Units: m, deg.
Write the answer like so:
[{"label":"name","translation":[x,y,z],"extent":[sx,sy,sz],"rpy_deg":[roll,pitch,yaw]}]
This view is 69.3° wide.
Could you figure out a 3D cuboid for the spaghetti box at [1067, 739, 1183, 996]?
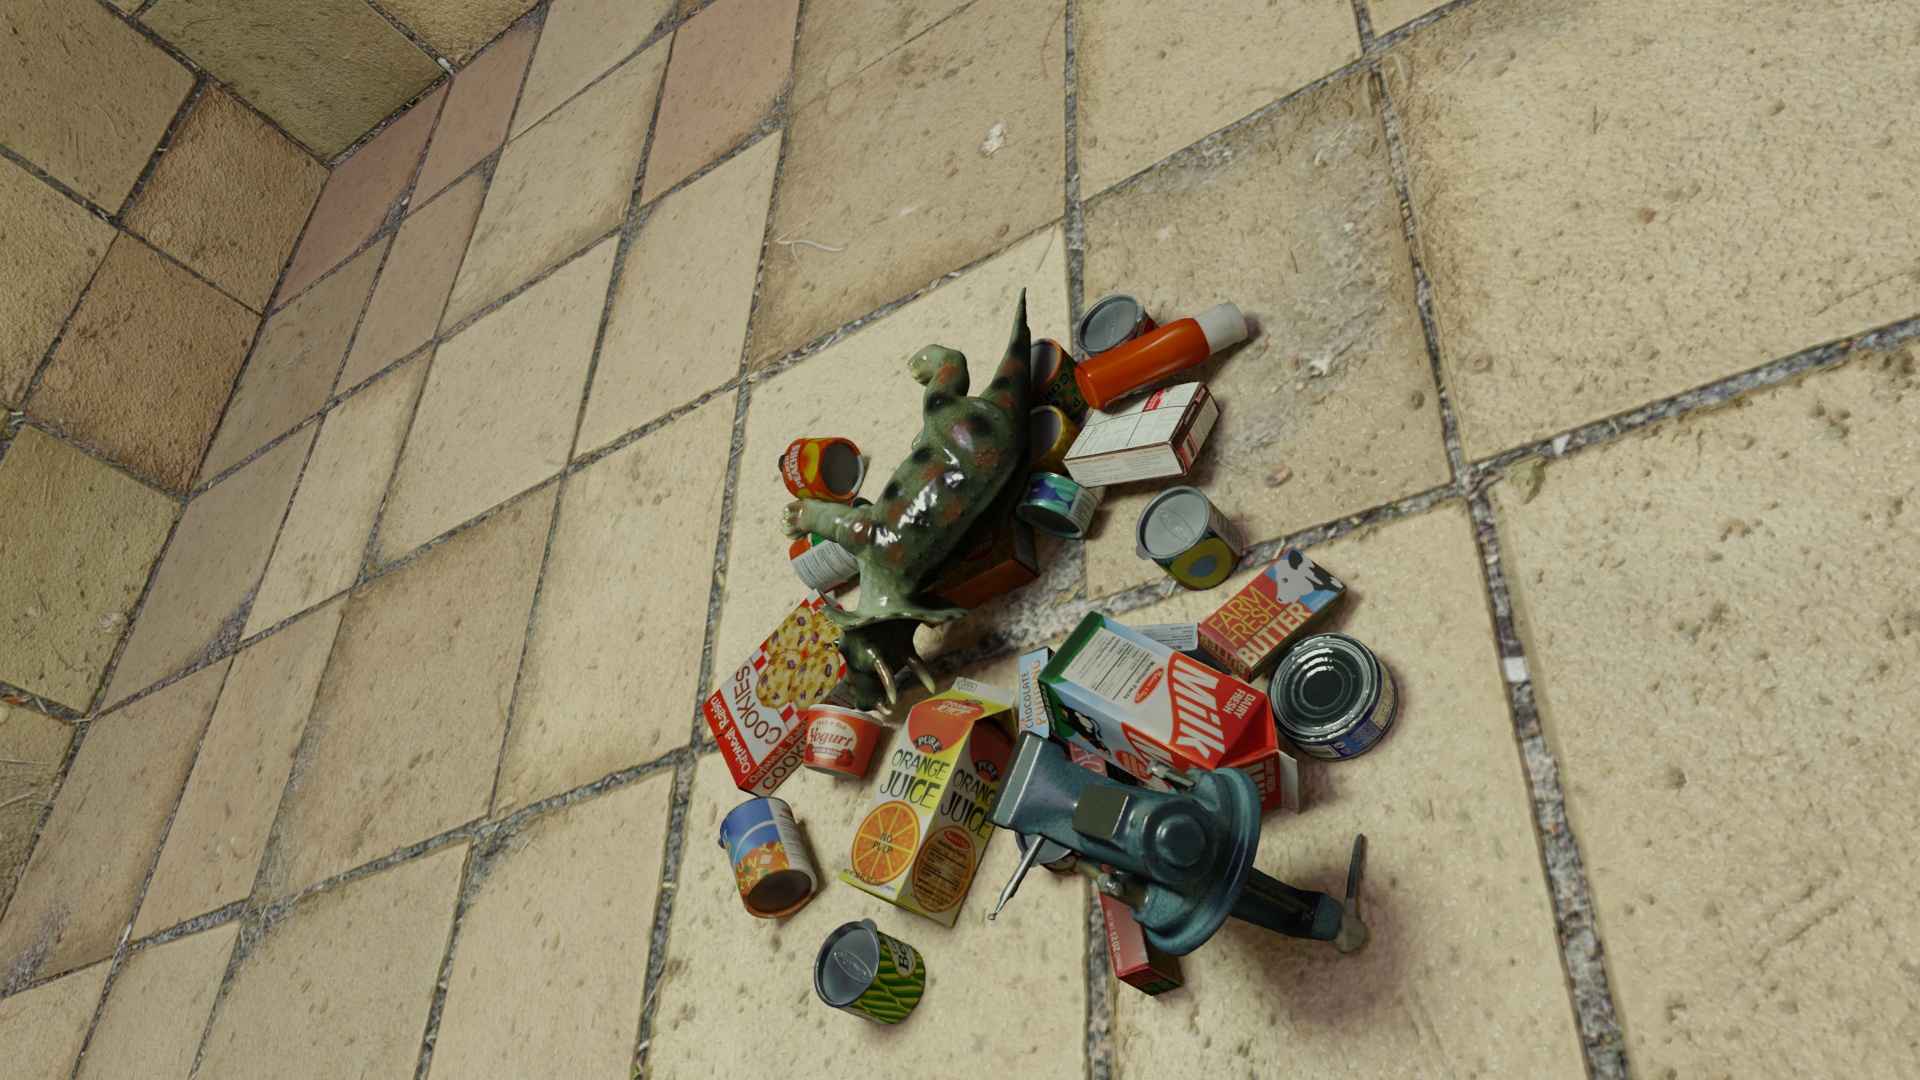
[{"label":"spaghetti box","translation":[0.114,0.206,1.018],"extent":[0.028,0.050,0.251],"rpy_deg":[-30,45,22]}]

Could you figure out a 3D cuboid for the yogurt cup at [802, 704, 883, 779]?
[{"label":"yogurt cup","translation":[-0.107,0.179,1.228],"extent":[0.072,0.072,0.054],"rpy_deg":[-3,68,41]}]

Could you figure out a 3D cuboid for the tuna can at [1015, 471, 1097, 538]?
[{"label":"tuna can","translation":[0.081,-0.031,1.209],"extent":[0.071,0.071,0.033],"rpy_deg":[6,66,44]}]

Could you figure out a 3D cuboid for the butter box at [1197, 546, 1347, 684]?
[{"label":"butter box","translation":[0.227,0.054,1.012],"extent":[0.104,0.024,0.053],"rpy_deg":[-37,57,-17]}]

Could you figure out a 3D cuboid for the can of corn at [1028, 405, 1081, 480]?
[{"label":"can of corn","translation":[0.083,-0.078,1.250],"extent":[0.071,0.058,0.071],"rpy_deg":[-24,47,29]}]

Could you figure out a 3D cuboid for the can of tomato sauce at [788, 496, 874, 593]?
[{"label":"can of tomato sauce","translation":[-0.116,0.005,1.364],"extent":[0.083,0.071,0.071],"rpy_deg":[-31,44,23]}]

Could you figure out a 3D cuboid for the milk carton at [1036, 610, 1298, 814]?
[{"label":"milk carton","translation":[0.154,0.132,0.986],"extent":[0.191,0.072,0.074],"rpy_deg":[25,60,32]}]

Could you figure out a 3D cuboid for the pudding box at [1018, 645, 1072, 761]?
[{"label":"pudding box","translation":[0.071,0.133,1.111],"extent":[0.030,0.049,0.084],"rpy_deg":[-20,50,29]}]

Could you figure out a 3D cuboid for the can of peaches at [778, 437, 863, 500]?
[{"label":"can of peaches","translation":[-0.144,-0.075,1.444],"extent":[0.058,0.071,0.071],"rpy_deg":[2,63,42]}]

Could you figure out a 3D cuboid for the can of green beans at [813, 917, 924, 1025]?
[{"label":"can of green beans","translation":[-0.071,0.337,1.081],"extent":[0.071,0.057,0.071],"rpy_deg":[-24,47,29]}]

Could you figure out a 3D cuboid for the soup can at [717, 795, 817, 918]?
[{"label":"soup can","translation":[-0.169,0.277,1.208],"extent":[0.071,0.071,0.084],"rpy_deg":[-43,41,10]}]

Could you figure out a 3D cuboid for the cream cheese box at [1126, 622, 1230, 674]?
[{"label":"cream cheese box","translation":[0.151,0.086,1.071],"extent":[0.103,0.053,0.024],"rpy_deg":[-8,58,39]}]

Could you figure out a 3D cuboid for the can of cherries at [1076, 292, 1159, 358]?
[{"label":"can of cherries","translation":[0.151,-0.182,1.267],"extent":[0.071,0.058,0.072],"rpy_deg":[-24,46,28]}]

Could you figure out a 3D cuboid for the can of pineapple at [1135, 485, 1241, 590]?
[{"label":"can of pineapple","translation":[0.181,-0.001,1.105],"extent":[0.071,0.057,0.071],"rpy_deg":[-24,47,28]}]

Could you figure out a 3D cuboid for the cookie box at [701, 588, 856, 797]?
[{"label":"cookie box","translation":[-0.163,0.144,1.321],"extent":[0.167,0.040,0.123],"rpy_deg":[-46,41,6]}]

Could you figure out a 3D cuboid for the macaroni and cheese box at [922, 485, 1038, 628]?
[{"label":"macaroni and cheese box","translation":[0.005,-0.016,1.289],"extent":[0.123,0.040,0.167],"rpy_deg":[-27,46,26]}]

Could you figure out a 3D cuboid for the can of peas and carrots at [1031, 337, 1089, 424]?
[{"label":"can of peas and carrots","translation":[0.083,-0.145,1.300],"extent":[0.071,0.058,0.071],"rpy_deg":[-24,47,29]}]

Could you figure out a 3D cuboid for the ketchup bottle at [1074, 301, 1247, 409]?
[{"label":"ketchup bottle","translation":[0.175,-0.162,1.207],"extent":[0.149,0.043,0.065],"rpy_deg":[-25,9,-2]}]

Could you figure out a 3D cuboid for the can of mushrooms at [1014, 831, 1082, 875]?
[{"label":"can of mushrooms","translation":[0.076,0.220,1.055],"extent":[0.071,0.033,0.071],"rpy_deg":[-23,48,28]}]

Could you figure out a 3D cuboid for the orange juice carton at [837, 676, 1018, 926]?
[{"label":"orange juice carton","translation":[-0.015,0.202,1.120],"extent":[0.072,0.073,0.193],"rpy_deg":[6,65,45]}]
